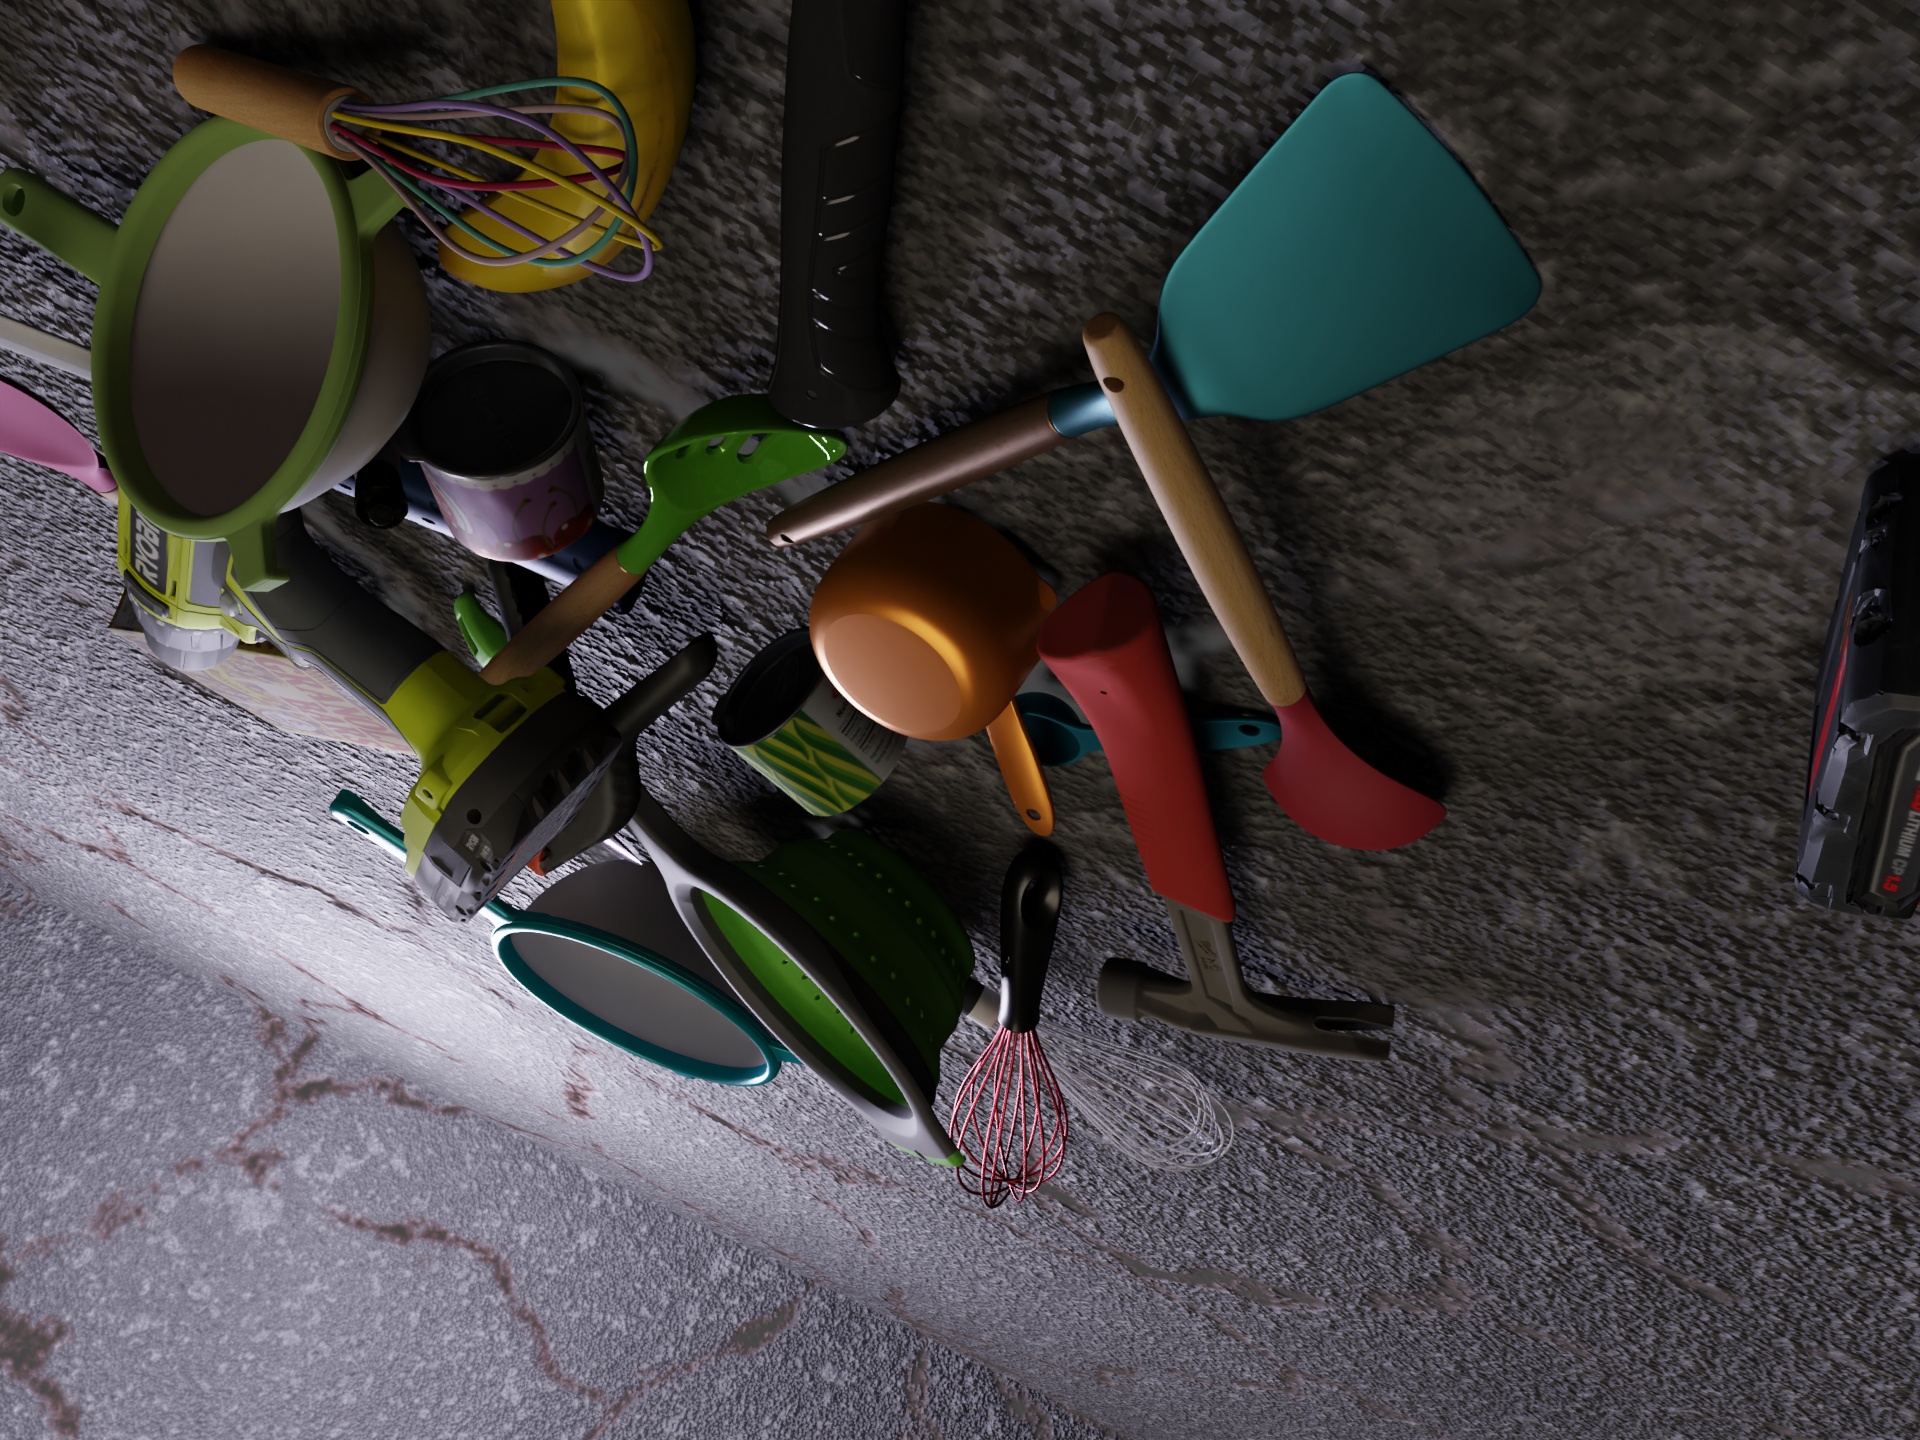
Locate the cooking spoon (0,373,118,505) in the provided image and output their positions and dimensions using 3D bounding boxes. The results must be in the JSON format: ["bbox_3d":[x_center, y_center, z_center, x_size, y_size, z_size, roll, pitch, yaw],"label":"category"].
[{"bbox_3d":[-0.378,-0.103,0.730,0.069,0.017,0.318,8,169,3],"label":"cooking spoon"}]

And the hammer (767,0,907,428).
[{"bbox_3d":[-0.032,-0.183,0.391,0.146,0.035,0.334,23,153,4],"label":"hammer"}]

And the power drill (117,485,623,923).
[{"bbox_3d":[-0.271,-0.021,0.696,0.228,0.080,0.190,42,144,-3],"label":"power drill"}]

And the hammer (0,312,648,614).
[{"bbox_3d":[-0.330,-0.139,0.692,0.405,0.035,0.144,21,147,0],"label":"hammer"}]

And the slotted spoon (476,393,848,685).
[{"bbox_3d":[-0.149,-0.057,0.655,0.070,0.031,0.314,-2,161,-41],"label":"slotted spoon"}]

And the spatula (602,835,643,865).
[{"bbox_3d":[-0.283,-0.026,0.821,0.315,0.018,0.060,46,161,-23],"label":"spatula"}]

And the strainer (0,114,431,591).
[{"bbox_3d":[-0.279,-0.158,0.600,0.257,0.151,0.069,30,-167,31],"label":"strainer"}]

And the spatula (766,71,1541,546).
[{"bbox_3d":[0.023,-0.098,0.505,0.082,0.044,0.317,37,154,-26],"label":"spatula"}]

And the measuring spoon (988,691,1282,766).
[{"bbox_3d":[0.072,-0.001,0.656,0.129,0.021,0.042,-2,145,28],"label":"measuring spoon"}]

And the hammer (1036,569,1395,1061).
[{"bbox_3d":[0.104,0.060,0.682,0.149,0.037,0.358,5,149,20],"label":"hammer"}]

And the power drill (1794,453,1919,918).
[{"bbox_3d":[0.328,-0.005,0.361,0.227,0.080,0.187,9,149,24],"label":"power drill"}]

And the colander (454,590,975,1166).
[{"bbox_3d":[-0.111,0.066,0.864,0.397,0.094,0.204,50,158,-8],"label":"colander"}]

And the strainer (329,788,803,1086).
[{"bbox_3d":[-0.248,0.120,1.057,0.340,0.095,0.211,39,148,-21],"label":"strainer"}]

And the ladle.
[{"bbox_3d":[0.101,-0.024,0.521,0.069,0.031,0.315,7,155,31],"label":"ladle"}]

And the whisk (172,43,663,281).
[{"bbox_3d":[-0.170,-0.174,0.465,0.245,0.047,0.051,28,122,35],"label":"whisk"}]

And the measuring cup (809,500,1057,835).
[{"bbox_3d":[-0.001,-0.002,0.630,0.095,0.052,0.173,5,133,34],"label":"measuring cup"}]

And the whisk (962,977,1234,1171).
[{"bbox_3d":[0.043,0.195,0.986,0.284,0.070,0.070,31,153,-1],"label":"whisk"}]

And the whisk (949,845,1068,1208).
[{"bbox_3d":[0.032,0.178,0.892,0.073,0.073,0.295,17,132,16],"label":"whisk"}]
